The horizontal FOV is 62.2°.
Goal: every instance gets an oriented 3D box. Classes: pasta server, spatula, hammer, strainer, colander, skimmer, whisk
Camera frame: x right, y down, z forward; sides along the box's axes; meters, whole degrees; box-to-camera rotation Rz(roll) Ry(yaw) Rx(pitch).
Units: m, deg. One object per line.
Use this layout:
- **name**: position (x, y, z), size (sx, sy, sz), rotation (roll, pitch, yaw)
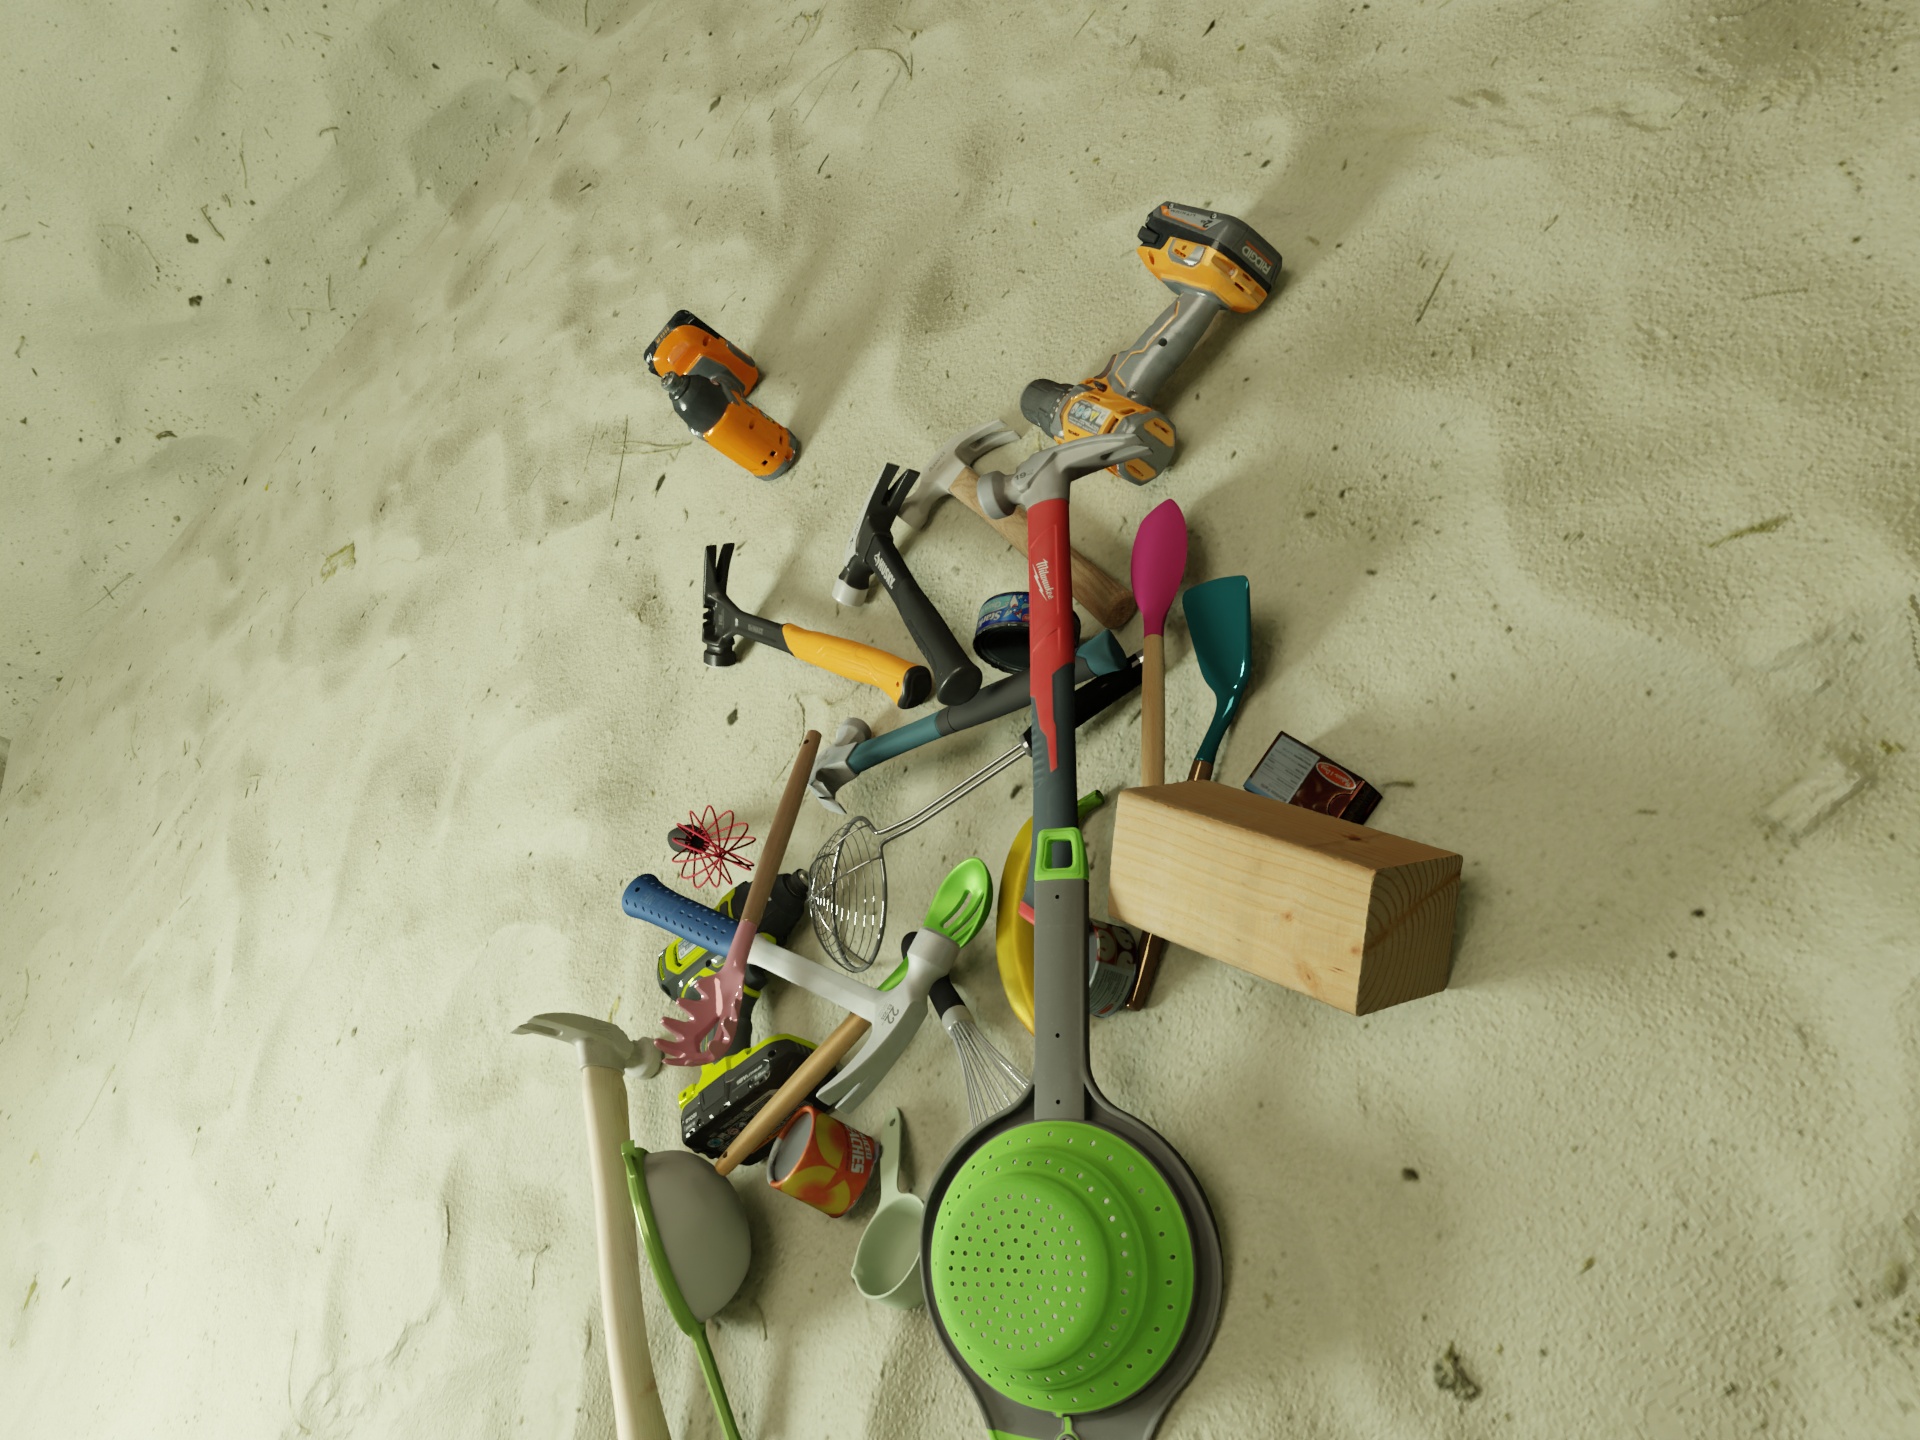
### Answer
- **pasta server**: position (-0.164, 0.135, 1.267), size (0.060, 0.040, 0.316), rotation (-5, 52, 30)
- **spatula**: position (0.158, 0.051, 1.141), size (0.082, 0.044, 0.318), rotation (-10, 59, 62)
- **hammer**: position (-0.286, 0.429, 1.293), size (0.038, 0.146, 0.411), rotation (-35, 50, 24)
- **hammer**: position (-0.002, -0.004, 1.300), size (0.331, 0.033, 0.128), rotation (-23, 23, 36)
- **hammer**: position (-0.041, -0.108, 1.372), size (0.146, 0.035, 0.335), rotation (-67, 26, 21)
- **hammer**: position (-0.144, -0.079, 1.506), size (0.337, 0.034, 0.127), rotation (21, 114, 46)
- **hammer**: position (-0.165, 0.191, 1.278), size (0.406, 0.035, 0.144), rotation (12, 67, 50)
- **strainer**: position (-0.183, 0.438, 1.218), size (0.069, 0.151, 0.257), rotation (-22, 65, -7)
- **hammer**: position (0.055, -0.168, 1.392), size (0.130, 0.031, 0.332), rotation (-52, 41, 7)
- **hammer**: position (0.082, -0.032, 1.174), size (0.143, 0.038, 0.387), rotation (-14, 64, 30)
- **colander**: position (0.052, 0.257, 1.001), size (0.204, 0.094, 0.397), rotation (-6, 74, 23)
- **skimmer**: position (0.018, 0.069, 1.283), size (0.363, 0.090, 0.127), rotation (-35, 43, 11)
- **whisk**: position (0.012, 0.242, 1.165), size (0.070, 0.070, 0.285), rotation (-50, 36, 10)
- **whisk**: position (-0.233, 0.109, 1.418), size (0.073, 0.073, 0.296), rotation (-65, 14, -9)

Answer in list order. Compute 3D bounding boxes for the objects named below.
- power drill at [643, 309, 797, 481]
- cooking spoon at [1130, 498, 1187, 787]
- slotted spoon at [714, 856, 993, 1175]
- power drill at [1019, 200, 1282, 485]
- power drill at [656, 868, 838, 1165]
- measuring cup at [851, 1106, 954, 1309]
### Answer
- **power drill**: position (-0.277, -0.366, 1.750), size (0.084, 0.164, 0.227), rotation (-47, 39, 14)
- **cooking spoon**: position (0.144, -0.040, 1.184), size (0.068, 0.017, 0.319), rotation (-38, 37, 45)
- **slotted spoon**: position (-0.079, 0.230, 1.212), size (0.314, 0.031, 0.070), rotation (-48, 32, 3)
- **power drill**: position (0.151, -0.324, 1.361), size (0.226, 0.084, 0.186), rotation (-59, 39, 6)
- **power drill**: position (-0.177, 0.240, 1.337), size (0.171, 0.080, 0.223), rotation (-40, 41, 21)
- **measuring cup**: position (-0.039, 0.354, 1.165), size (0.083, 0.038, 0.168), rotation (-42, 26, 22)
